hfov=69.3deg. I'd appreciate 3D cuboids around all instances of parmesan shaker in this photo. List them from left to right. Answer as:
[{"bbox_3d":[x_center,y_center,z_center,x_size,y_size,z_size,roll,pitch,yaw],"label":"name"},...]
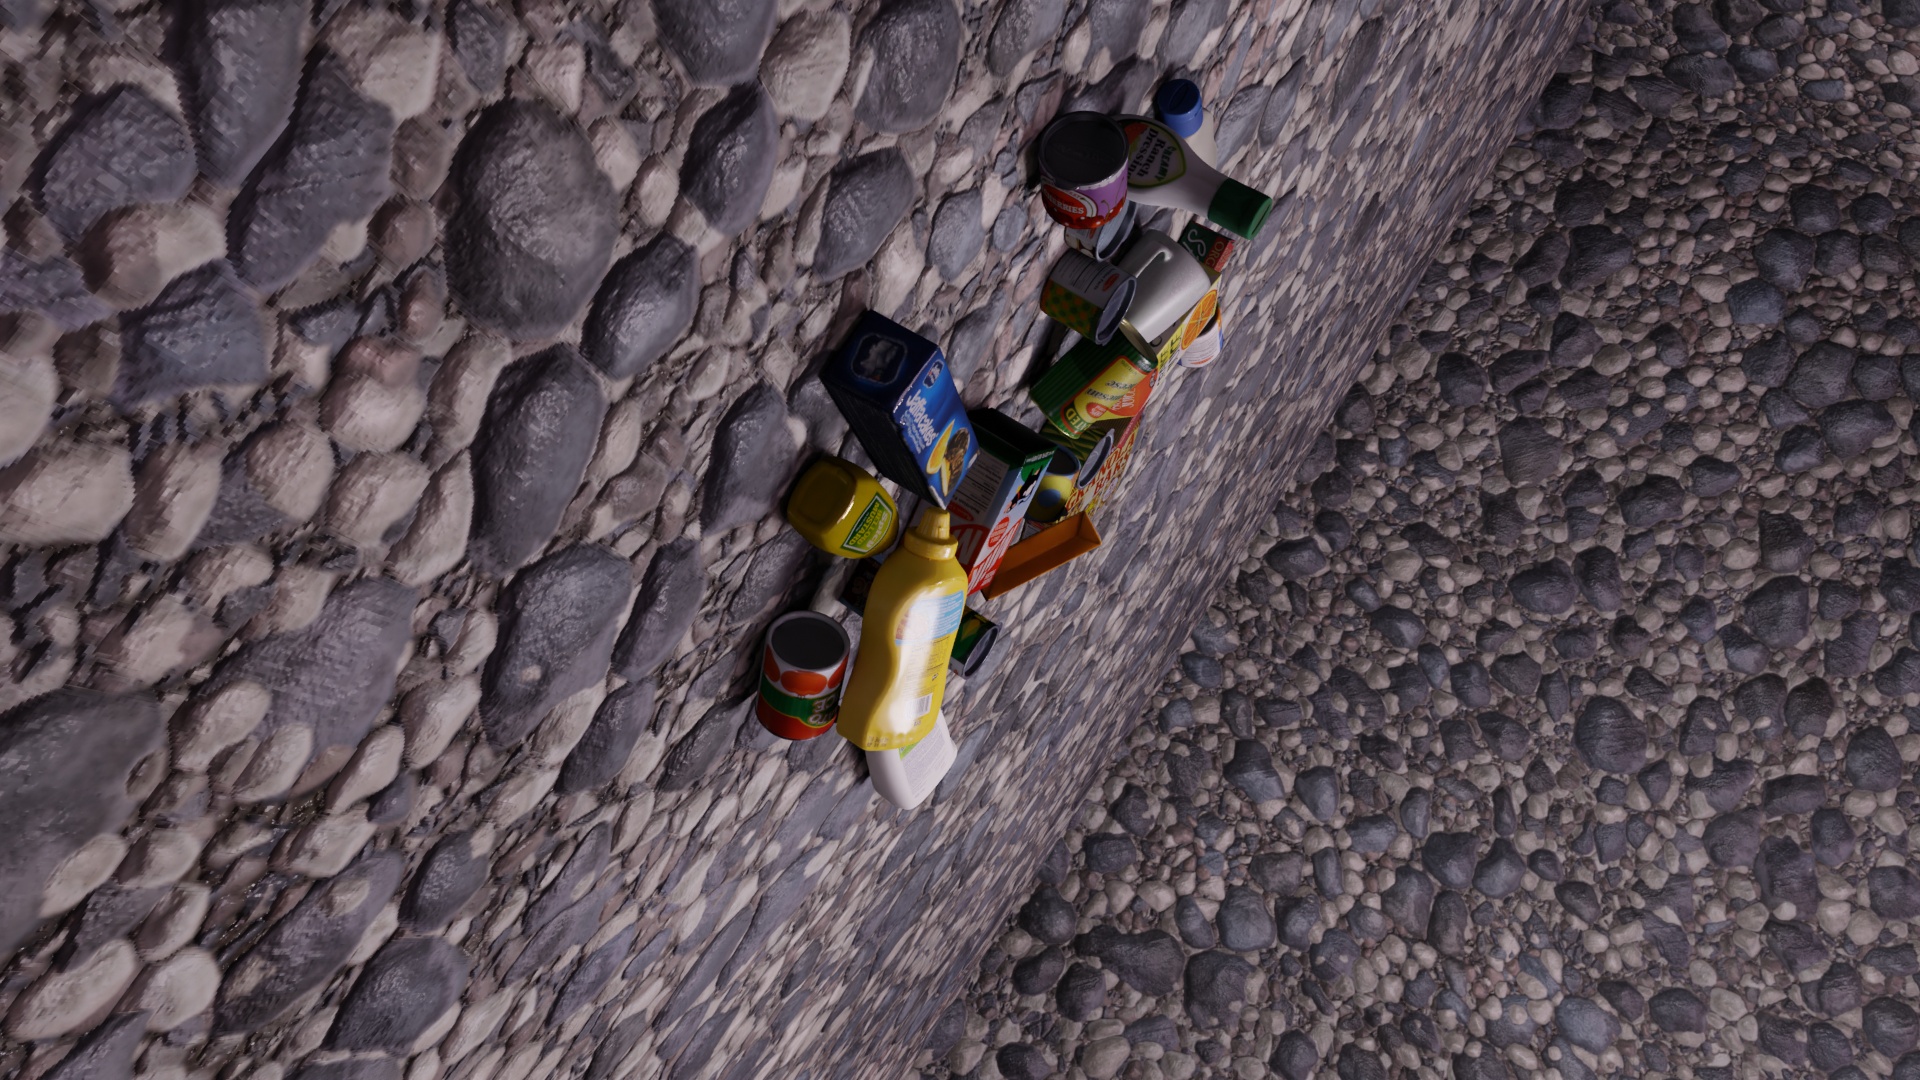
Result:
[{"bbox_3d":[0.121,-0.152,1.269,0.102,0.071,0.071,-42,169,22],"label":"parmesan shaker"}]

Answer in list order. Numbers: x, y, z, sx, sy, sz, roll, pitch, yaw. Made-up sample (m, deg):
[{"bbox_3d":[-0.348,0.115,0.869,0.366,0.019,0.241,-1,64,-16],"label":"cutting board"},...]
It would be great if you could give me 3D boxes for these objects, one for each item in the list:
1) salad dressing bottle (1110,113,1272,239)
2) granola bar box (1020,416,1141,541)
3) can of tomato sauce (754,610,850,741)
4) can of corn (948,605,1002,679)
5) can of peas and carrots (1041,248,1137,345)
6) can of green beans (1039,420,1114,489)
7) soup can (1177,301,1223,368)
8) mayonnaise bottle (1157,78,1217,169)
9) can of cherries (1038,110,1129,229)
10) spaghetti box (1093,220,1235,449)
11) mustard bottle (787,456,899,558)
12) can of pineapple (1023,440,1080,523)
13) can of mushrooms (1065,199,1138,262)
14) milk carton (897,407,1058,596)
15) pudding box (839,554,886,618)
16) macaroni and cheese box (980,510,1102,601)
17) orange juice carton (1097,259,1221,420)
[{"bbox_3d":[0.173,-0.286,1.097,0.064,0.148,0.044,-59,163,2],"label":"salad dressing bottle"},{"bbox_3d":[0.135,-0.065,1.555,0.166,0.039,0.123,-44,158,-39],"label":"granola bar box"},{"bbox_3d":[-0.122,0.106,1.087,0.071,0.071,0.082,-41,156,-43],"label":"can of tomato sauce"},{"bbox_3d":[0.000,0.098,1.429,0.071,0.058,0.070,-50,161,-24],"label":"can of corn"},{"bbox_3d":[0.111,-0.211,1.205,0.071,0.059,0.070,-50,162,-23],"label":"can of peas and carrots"},{"bbox_3d":[0.114,-0.094,1.414,0.071,0.058,0.071,-50,161,-24],"label":"can of green beans"},{"bbox_3d":[0.259,-0.241,1.555,0.071,0.071,0.083,-56,162,-6],"label":"soup can"},{"bbox_3d":[0.199,-0.355,1.233,0.065,0.041,0.148,-58,162,-5],"label":"mayonnaise bottle"},{"bbox_3d":[0.090,-0.272,1.029,0.071,0.071,0.058,-53,163,-15],"label":"can of cherries"},{"bbox_3d":[0.208,-0.218,1.476,0.249,0.050,0.029,-62,163,11],"label":"spaghetti box"},{"bbox_3d":[-0.077,-0.017,1.035,0.065,0.049,0.160,-56,163,0],"label":"mustard bottle"},{"bbox_3d":[0.080,-0.059,1.362,0.071,0.071,0.057,-35,152,-51],"label":"can of pineapple"},{"bbox_3d":[0.120,-0.271,1.170,0.071,0.033,0.070,-50,161,-25],"label":"can of mushrooms"},{"bbox_3d":[0.004,-0.015,1.222,0.072,0.073,0.189,-22,141,-63],"label":"milk carton"},{"bbox_3d":[-0.054,0.052,1.161,0.049,0.084,0.030,-60,161,10],"label":"pudding box"},{"bbox_3d":[0.078,0.013,1.383,0.124,0.040,0.166,-26,178,5],"label":"macaroni and cheese box"},{"bbox_3d":[0.177,-0.197,1.386,0.193,0.073,0.071,-51,162,-19],"label":"orange juice carton"}]
